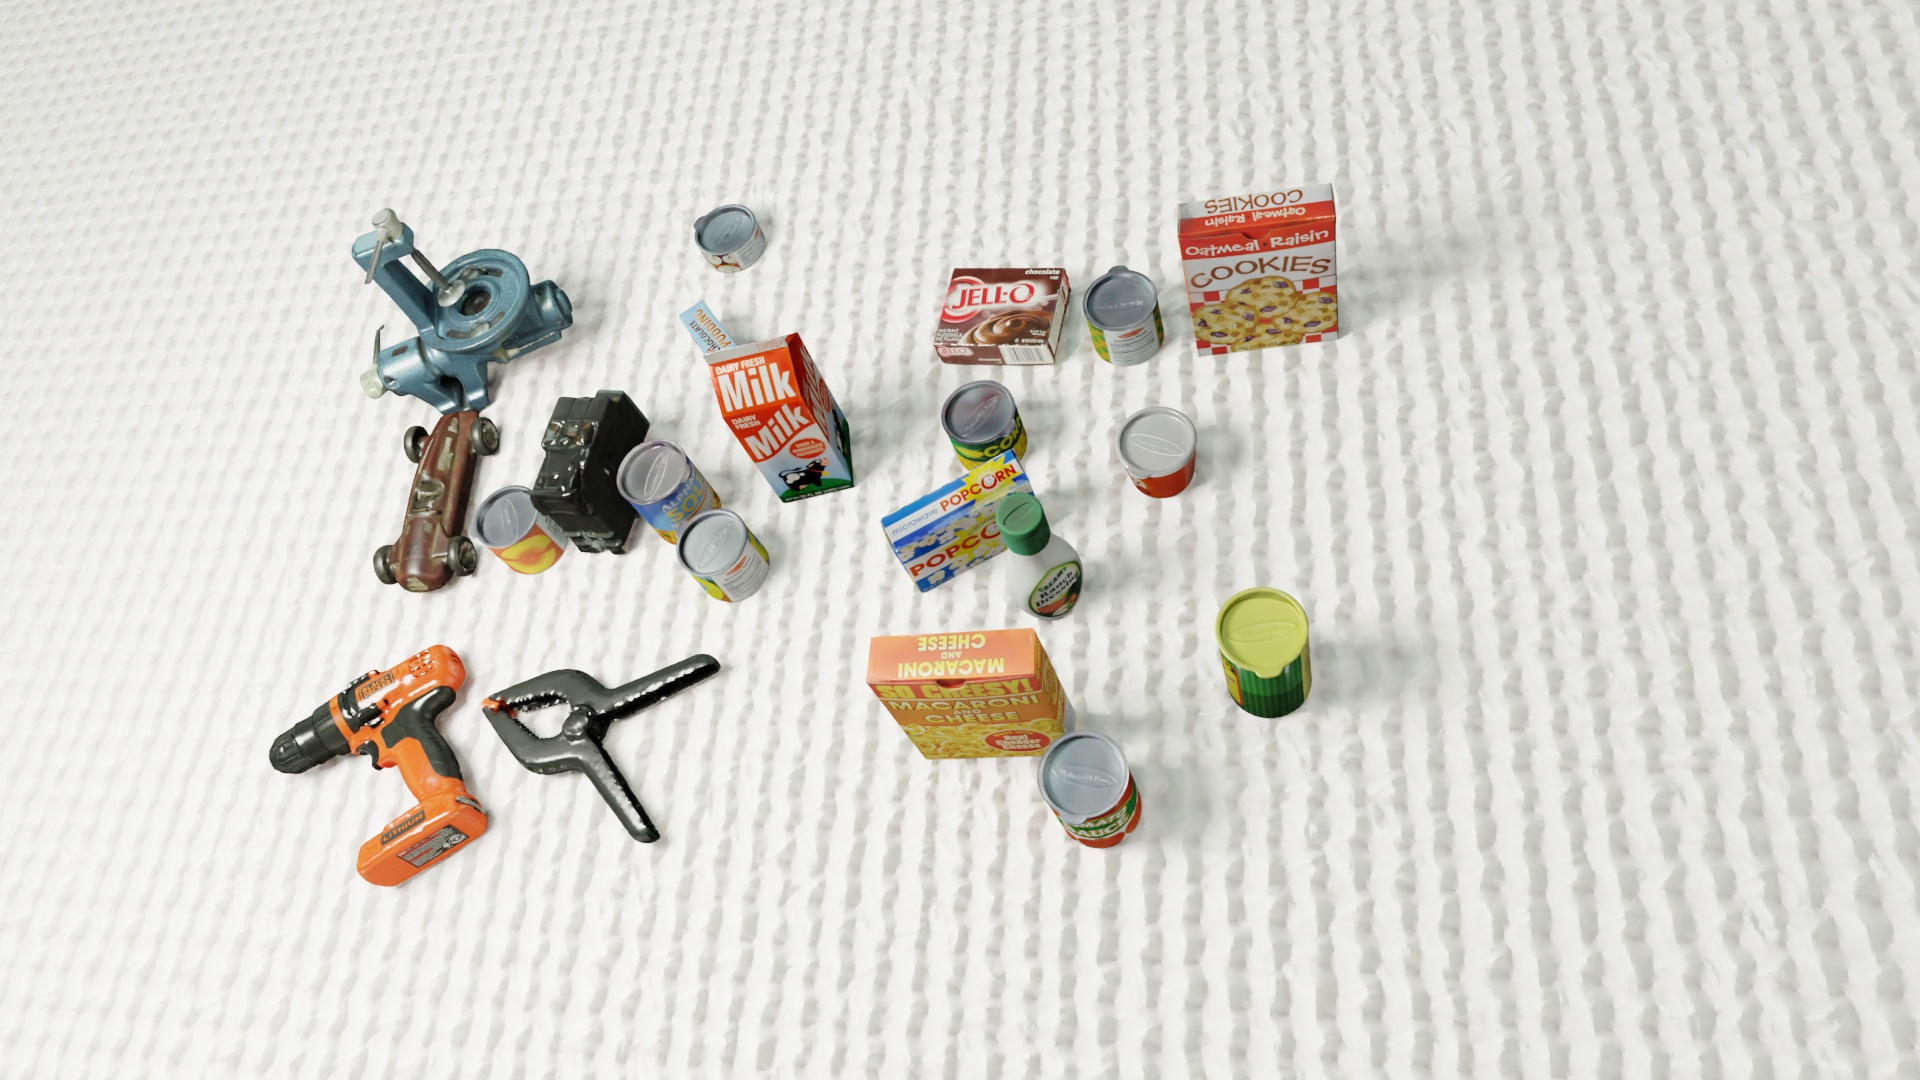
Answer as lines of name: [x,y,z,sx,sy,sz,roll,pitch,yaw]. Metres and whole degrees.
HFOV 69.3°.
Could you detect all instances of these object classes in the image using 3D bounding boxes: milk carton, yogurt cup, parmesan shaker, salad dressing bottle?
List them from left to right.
milk carton: [-0.154,-0.114,1.200,0.072,0.190,0.074,-13,60,9]
salad dressing bottle: [0.060,0.013,1.097,0.064,0.147,0.044,-38,59,-6]
yogurt cup: [0.167,-0.071,1.168,0.072,0.053,0.073,-7,61,12]
parmesan shaker: [0.227,0.088,1.036,0.071,0.102,0.071,-7,61,12]

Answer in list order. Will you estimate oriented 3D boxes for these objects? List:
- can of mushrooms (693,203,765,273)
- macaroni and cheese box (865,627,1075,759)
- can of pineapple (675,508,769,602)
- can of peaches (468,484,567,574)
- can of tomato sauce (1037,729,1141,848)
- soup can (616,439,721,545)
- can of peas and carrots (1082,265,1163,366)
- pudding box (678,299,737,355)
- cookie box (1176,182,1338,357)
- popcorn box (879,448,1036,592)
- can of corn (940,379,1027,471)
can of mushrooms: [-0.237,-0.309,1.420,0.071,0.033,0.071,-7,61,12]
macaroni and cheese box: [0.013,0.119,1.041,0.124,0.166,0.040,-4,62,13]
can of pineapple: [-0.209,0.013,1.224,0.071,0.057,0.071,-7,61,12]
can of peaches: [-0.410,-0.008,1.290,0.071,0.058,0.071,-7,61,12]
can of tomato sauce: [0.097,0.188,1.029,0.071,0.082,0.071,-7,61,12]
soup can: [-0.259,-0.042,1.251,0.071,0.083,0.071,-7,61,12]
can of peas and carrots: [0.146,-0.200,1.241,0.071,0.058,0.071,-7,61,12]
pudding box: [-0.235,-0.188,1.345,0.030,0.049,0.084,-35,59,-5]
cookie box: [0.251,-0.222,1.161,0.123,0.167,0.040,-6,61,13]
popcorn box: [0.004,-0.015,1.164,0.127,0.085,0.038,-28,59,-1]
can of corn: [0.024,-0.097,1.219,0.071,0.058,0.071,-7,61,12]
